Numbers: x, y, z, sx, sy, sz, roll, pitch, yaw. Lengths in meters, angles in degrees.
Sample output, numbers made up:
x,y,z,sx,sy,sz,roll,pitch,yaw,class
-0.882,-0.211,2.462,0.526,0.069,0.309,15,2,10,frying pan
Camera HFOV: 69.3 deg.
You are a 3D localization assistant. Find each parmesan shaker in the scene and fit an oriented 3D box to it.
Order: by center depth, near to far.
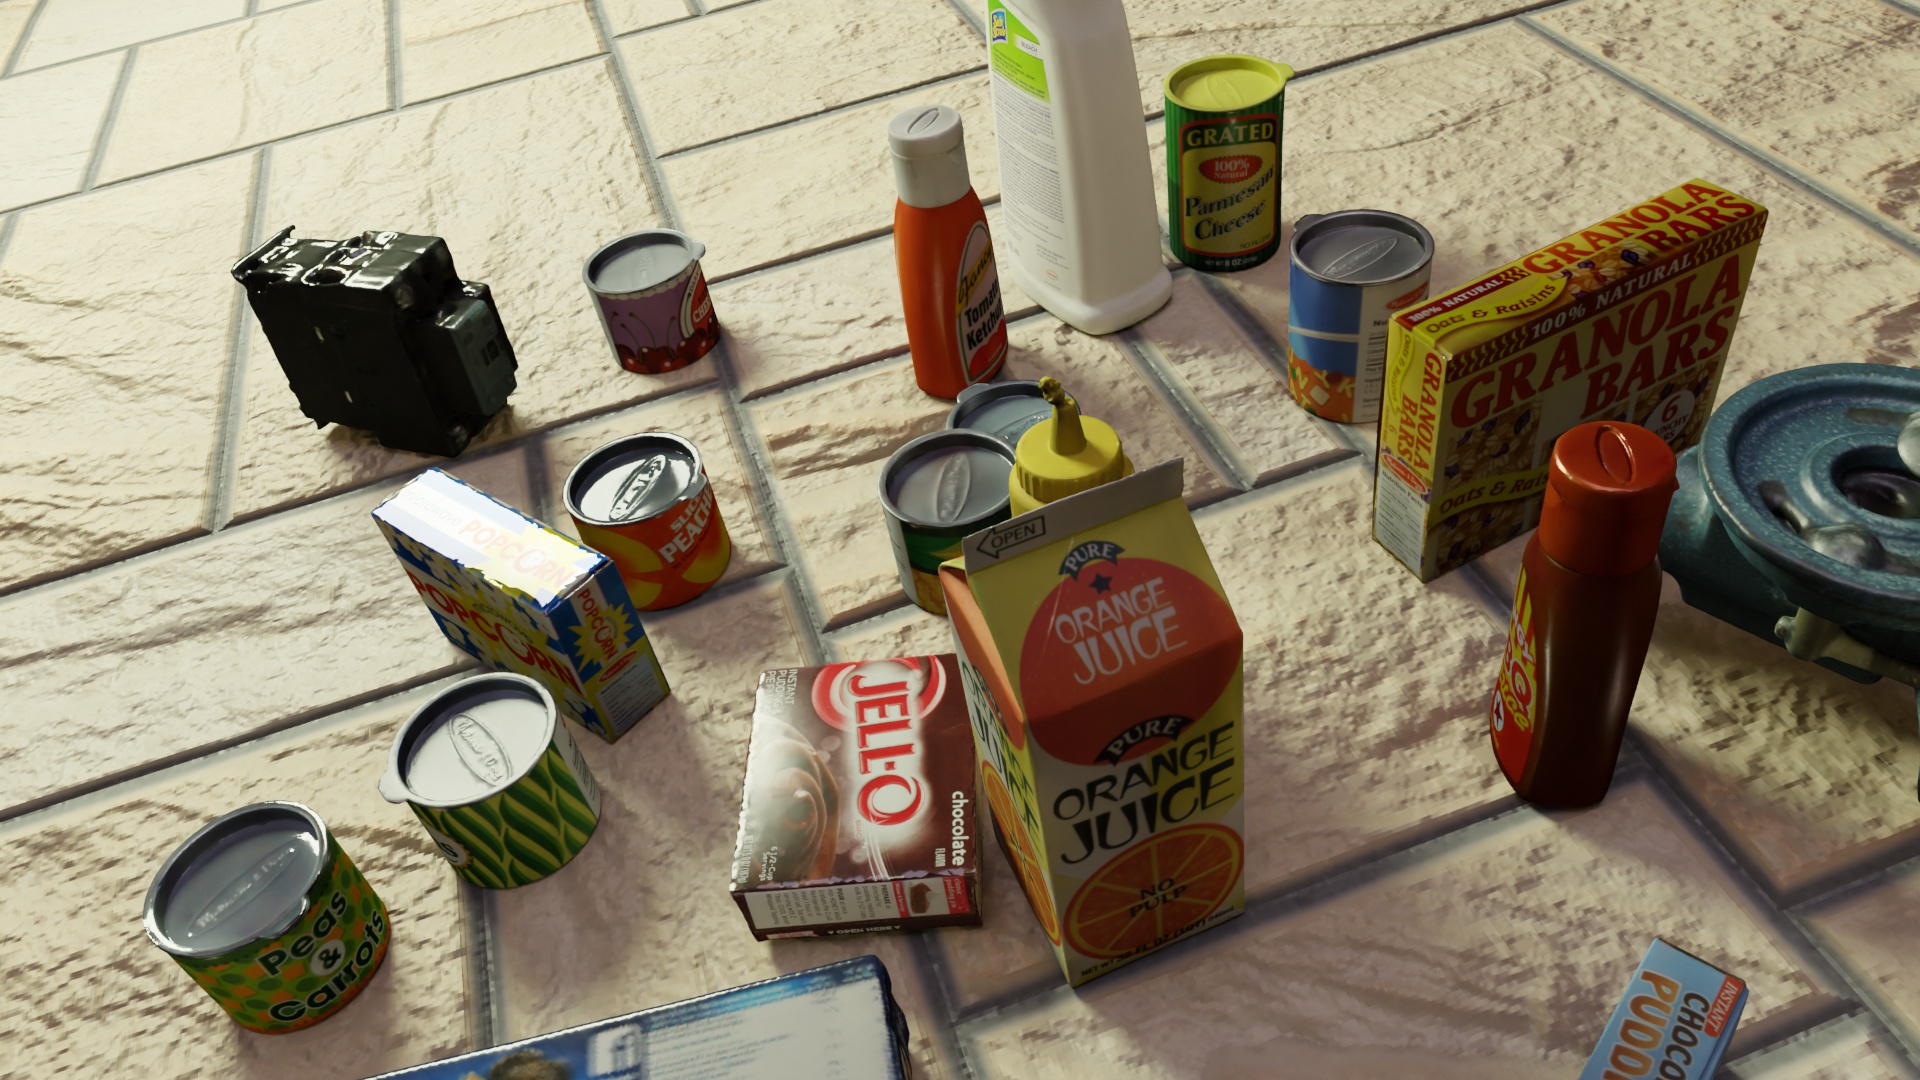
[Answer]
x,y,z,sx,sy,sz,roll,pitch,yaw,class
0.153,-0.213,0.787,0.071,0.102,0.072,-6,43,5,parmesan shaker

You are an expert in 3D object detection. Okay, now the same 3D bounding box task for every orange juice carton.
x,y,z,sx,sy,sz,roll,pitch,yaw,class
0.045,0.056,0.455,0.072,0.191,0.073,-20,43,-10,orange juice carton

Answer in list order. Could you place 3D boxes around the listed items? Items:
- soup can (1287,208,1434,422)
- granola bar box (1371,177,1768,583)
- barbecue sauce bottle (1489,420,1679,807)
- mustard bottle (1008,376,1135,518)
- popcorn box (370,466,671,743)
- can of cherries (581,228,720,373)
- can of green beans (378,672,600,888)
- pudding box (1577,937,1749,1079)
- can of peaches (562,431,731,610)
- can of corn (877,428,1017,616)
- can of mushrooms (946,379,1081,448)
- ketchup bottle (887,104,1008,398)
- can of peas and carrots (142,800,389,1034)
x,y,z,sx,sy,sz,roll,pitch,yaw,class
0.193,-0.111,0.684,0.071,0.083,0.072,-6,43,5,soup can
0.256,-0.068,0.596,0.166,0.123,0.039,-25,44,-15,granola bar box
0.216,0.026,0.485,0.044,0.147,0.065,-1,43,11,barbecue sauce bottle
0.047,0.002,0.536,0.049,0.159,0.065,-16,43,-5,mustard bottle
-0.194,0.027,0.613,0.127,0.084,0.038,23,52,31,popcorn box
-0.176,-0.139,0.806,0.071,0.058,0.072,-6,43,5,can of cherries
-0.185,0.096,0.556,0.071,0.057,0.071,-6,43,5,can of green beans
0.200,0.166,0.411,0.030,0.049,0.084,25,53,33,pudding box
-0.146,-0.009,0.661,0.071,0.057,0.071,-6,43,5,can of peaches
0.002,-0.008,0.630,0.071,0.058,0.071,-6,43,5,can of corn
0.026,-0.049,0.687,0.071,0.033,0.071,-6,43,5,can of mushrooms
-0.008,-0.148,0.717,0.043,0.148,0.065,14,48,25,ketchup bottle
-0.256,0.142,0.521,0.071,0.058,0.071,-6,43,5,can of peas and carrots
